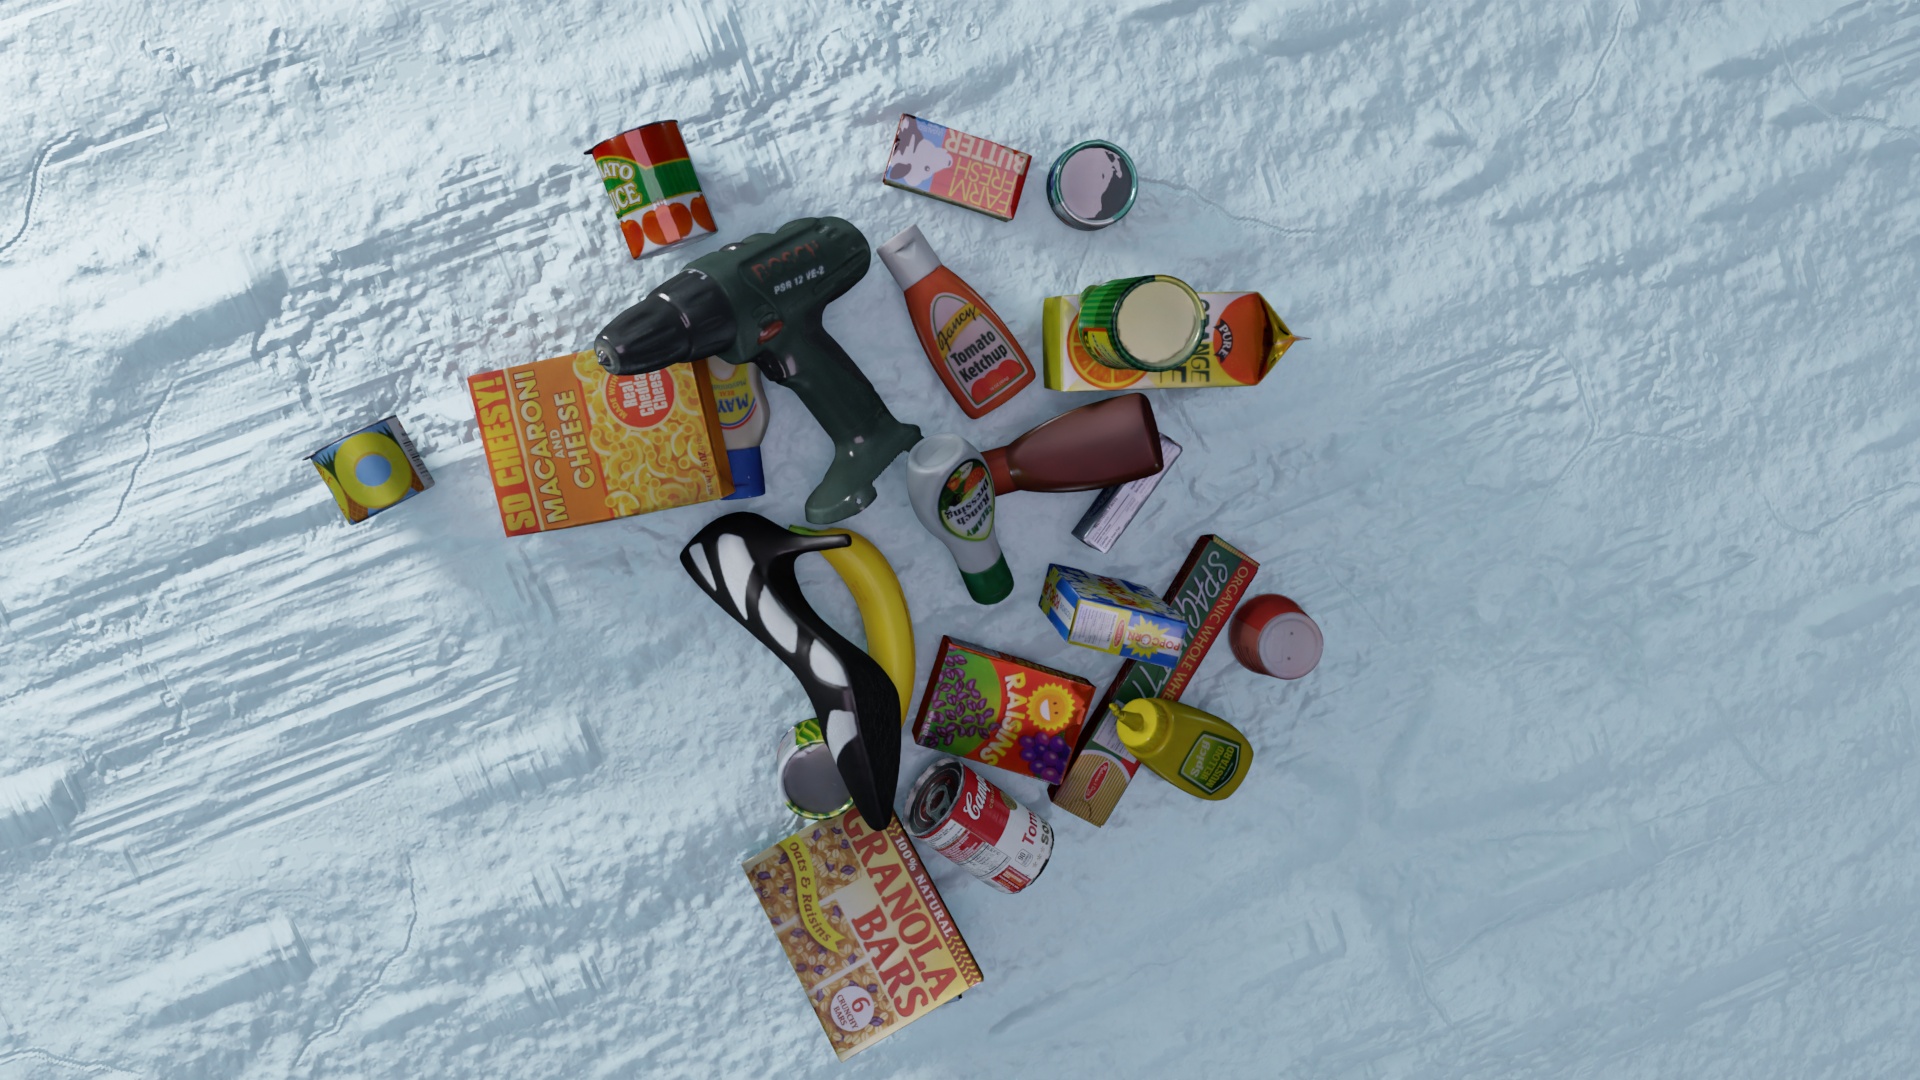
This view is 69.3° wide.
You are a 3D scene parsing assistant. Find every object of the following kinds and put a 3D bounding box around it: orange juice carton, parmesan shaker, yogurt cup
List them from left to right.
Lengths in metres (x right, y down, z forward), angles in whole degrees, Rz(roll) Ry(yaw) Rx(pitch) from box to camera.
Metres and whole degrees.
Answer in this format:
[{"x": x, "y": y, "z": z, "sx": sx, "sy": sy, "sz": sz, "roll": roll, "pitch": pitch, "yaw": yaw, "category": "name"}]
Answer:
[{"x": 0.122, "y": -0.152, "z": 0.967, "sx": 0.071, "sy": 0.103, "sz": 0.071, "roll": -1, "pitch": 98, "yaw": -7, "category": "parmesan shaker"}, {"x": 0.164, "y": -0.153, "z": 1.063, "sx": 0.193, "sy": 0.072, "sz": 0.073, "roll": -3, "pitch": 98, "yaw": -7, "category": "orange juice carton"}, {"x": 0.255, "y": 0.080, "z": 1.113, "sx": 0.072, "sy": 0.054, "sz": 0.072, "roll": -1, "pitch": 97, "yaw": -7, "category": "yogurt cup"}]

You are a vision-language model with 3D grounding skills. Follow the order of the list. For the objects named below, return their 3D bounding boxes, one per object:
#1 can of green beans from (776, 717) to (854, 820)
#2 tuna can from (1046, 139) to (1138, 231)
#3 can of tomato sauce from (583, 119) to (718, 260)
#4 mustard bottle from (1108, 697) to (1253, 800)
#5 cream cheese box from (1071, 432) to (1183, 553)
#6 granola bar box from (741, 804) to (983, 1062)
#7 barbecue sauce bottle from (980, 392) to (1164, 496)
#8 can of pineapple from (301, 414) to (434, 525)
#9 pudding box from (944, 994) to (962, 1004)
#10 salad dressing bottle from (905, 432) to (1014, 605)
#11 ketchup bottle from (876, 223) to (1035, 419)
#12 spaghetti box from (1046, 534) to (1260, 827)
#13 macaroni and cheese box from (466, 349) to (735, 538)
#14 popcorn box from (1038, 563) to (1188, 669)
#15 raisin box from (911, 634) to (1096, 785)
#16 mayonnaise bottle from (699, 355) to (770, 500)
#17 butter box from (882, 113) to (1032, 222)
[{"x": -0.109, "y": 0.176, "z": 1.073, "sx": 0.071, "sy": 0.058, "sz": 0.071, "roll": -1, "pitch": 97, "yaw": -8, "category": "can of green beans"}, {"x": 0.102, "y": -0.273, "z": 1.059, "sx": 0.071, "sy": 0.033, "sz": 0.071, "roll": -1, "pitch": 98, "yaw": -8, "category": "tuna can"}, {"x": -0.221, "y": -0.251, "z": 1.000, "sx": 0.071, "sy": 0.071, "sz": 0.083, "roll": -21, "pitch": 100, "yaw": -5, "category": "can of tomato sauce"}, {"x": 0.165, "y": 0.156, "z": 1.079, "sx": 0.160, "sy": 0.049, "sz": 0.065, "roll": 28, "pitch": 92, "yaw": -41, "category": "mustard bottle"}, {"x": 0.129, "y": -0.038, "z": 1.082, "sx": 0.024, "sy": 0.053, "sz": 0.104, "roll": 36, "pitch": 91, "yaw": -9, "category": "cream cheese box"}, {"x": -0.075, "y": 0.293, "z": 1.071, "sx": 0.124, "sy": 0.039, "sz": 0.166, "roll": -28, "pitch": 78, "yaw": -7, "category": "granola bar box"}, {"x": 0.075, "y": -0.064, "z": 1.052, "sx": 0.148, "sy": 0.043, "sz": 0.065, "roll": -14, "pitch": 79, "yaw": 17, "category": "barbecue sauce bottle"}, {"x": -0.424, "y": -0.049, "z": 0.998, "sx": 0.071, "sy": 0.071, "sz": 0.057, "roll": -28, "pitch": 100, "yaw": -3, "category": "can of pineapple"}, {"x": -0.044, "y": 0.352, "z": 1.108, "sx": 0.084, "sy": 0.050, "sz": 0.030, "roll": -11, "pitch": 100, "yaw": -5, "category": "pudding box"}, {"x": 0.004, "y": -0.013, "z": 1.041, "sx": 0.064, "sy": 0.044, "sz": 0.147, "roll": -44, "pitch": 135, "yaw": -22, "category": "salad dressing bottle"}, {"x": -0.008, "y": -0.168, "z": 1.052, "sx": 0.065, "sy": 0.043, "sz": 0.148, "roll": -35, "pitch": 100, "yaw": -2, "category": "ketchup bottle"}, {"x": 0.155, "y": 0.111, "z": 1.116, "sx": 0.050, "sy": 0.029, "sz": 0.250, "roll": 30, "pitch": 92, "yaw": -10, "category": "spaghetti box"}, {"x": -0.260, "y": -0.077, "z": 1.011, "sx": 0.166, "sy": 0.040, "sz": 0.123, "roll": -10, "pitch": 97, "yaw": 8, "category": "macaroni and cheese box"}, {"x": 0.113, "y": 0.055, "z": 1.054, "sx": 0.085, "sy": 0.127, "sz": 0.038, "roll": 13, "pitch": 99, "yaw": -9, "category": "popcorn box"}, {"x": 0.034, "y": 0.134, "z": 1.097, "sx": 0.123, "sy": 0.040, "sz": 0.086, "roll": 18, "pitch": 94, "yaw": -10, "category": "raisin box"}, {"x": -0.172, "y": -0.105, "z": 1.038, "sx": 0.065, "sy": 0.041, "sz": 0.148, "roll": -7, "pitch": 97, "yaw": -3, "category": "mayonnaise bottle"}, {"x": -0.002, "y": -0.281, "z": 1.048, "sx": 0.103, "sy": 0.024, "sz": 0.053, "roll": 15, "pitch": 95, "yaw": -9, "category": "butter box"}]
